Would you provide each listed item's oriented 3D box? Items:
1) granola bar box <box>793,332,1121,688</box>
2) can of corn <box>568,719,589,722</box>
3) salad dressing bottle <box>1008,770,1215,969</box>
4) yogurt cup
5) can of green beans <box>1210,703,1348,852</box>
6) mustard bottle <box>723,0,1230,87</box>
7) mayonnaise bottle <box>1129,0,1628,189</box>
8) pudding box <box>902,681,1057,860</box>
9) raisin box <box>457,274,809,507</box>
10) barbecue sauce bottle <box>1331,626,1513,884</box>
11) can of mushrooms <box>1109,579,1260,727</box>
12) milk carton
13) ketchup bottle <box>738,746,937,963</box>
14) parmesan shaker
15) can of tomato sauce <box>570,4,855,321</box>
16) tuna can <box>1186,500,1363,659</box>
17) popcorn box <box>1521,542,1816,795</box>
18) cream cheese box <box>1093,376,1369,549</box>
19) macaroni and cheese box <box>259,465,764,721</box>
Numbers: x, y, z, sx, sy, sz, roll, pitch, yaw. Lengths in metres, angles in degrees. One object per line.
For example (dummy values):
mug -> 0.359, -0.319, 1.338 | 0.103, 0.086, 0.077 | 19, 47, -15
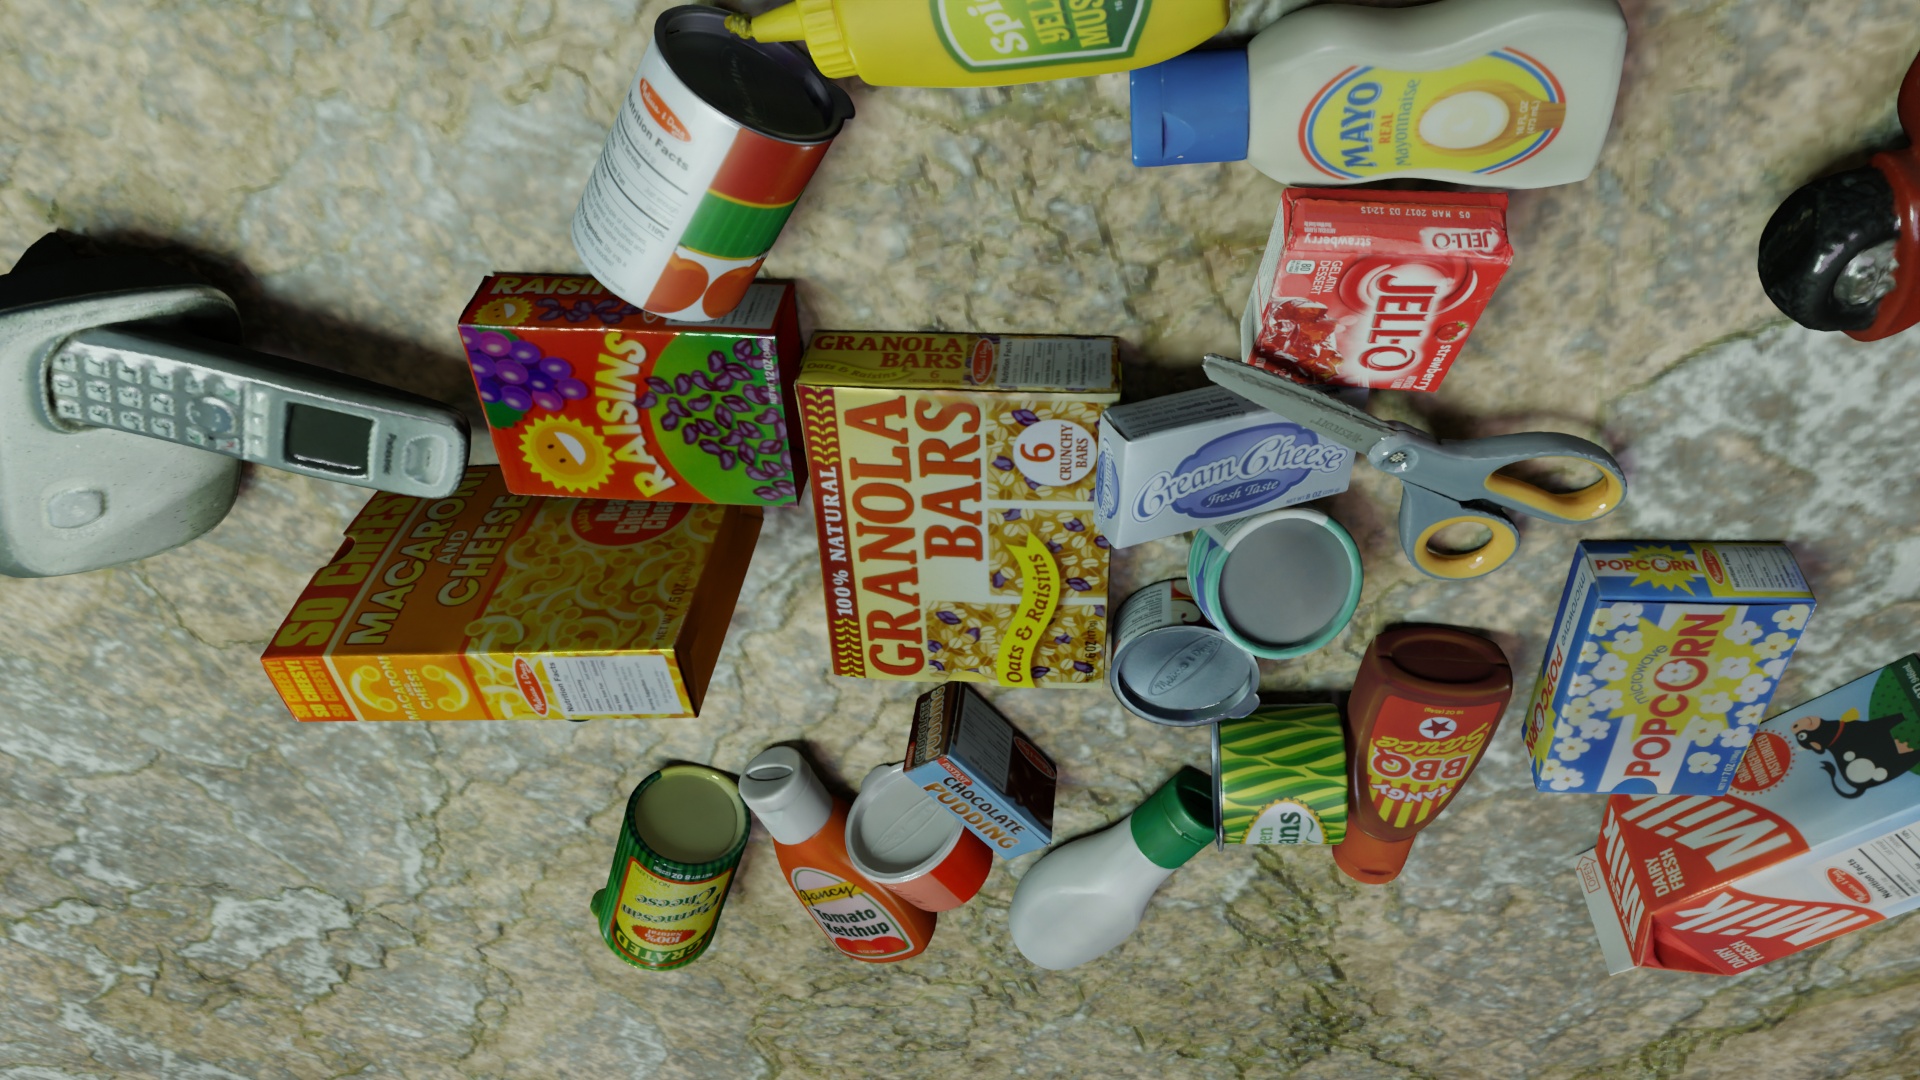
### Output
granola bar box -> 0.002, -0.007, 0.585 | 0.124, 0.039, 0.164 | 2, 131, 5
can of corn -> -0.154, 0.044, 0.632 | 0.058, 0.071, 0.071 | -17, 127, 20
salad dressing bottle -> 0.083, 0.175, 0.736 | 0.064, 0.044, 0.147 | 29, 127, -16
yogurt cup -> -0.018, 0.155, 0.716 | 0.072, 0.073, 0.053 | -15, 136, 19
can of green beans -> 0.149, 0.110, 0.654 | 0.058, 0.071, 0.071 | -1, 131, 7
mustard bottle -> 0.001, -0.171, 0.432 | 0.160, 0.049, 0.065 | -8, 127, 13
mayonnaise bottle -> 0.129, -0.143, 0.448 | 0.148, 0.041, 0.064 | -2, 137, 8
pudding box -> 0.012, 0.114, 0.684 | 0.030, 0.050, 0.083 | -28, 123, 29
raisin box -> -0.125, -0.059, 0.551 | 0.123, 0.040, 0.085 | 2, 132, 6
barbecue sauce bottle -> 0.209, 0.106, 0.658 | 0.065, 0.044, 0.147 | 4, 132, 1
can of mushrooms -> 0.103, 0.052, 0.630 | 0.071, 0.034, 0.070 | 3, 131, 4
milk carton -> 0.381, 0.140, 0.650 | 0.073, 0.073, 0.190 | 36, 125, -23
ketchup bottle -> -0.068, 0.170, 0.747 | 0.064, 0.044, 0.148 | -9, 130, 26
parmesan shaker -> -0.157, 0.176, 0.747 | 0.071, 0.072, 0.102 | 16, 131, -8
can of tomato sauce -> -0.086, -0.126, 0.473 | 0.071, 0.071, 0.082 | 26, 130, -16
tuna can -> 0.131, 0.016, 0.575 | 0.071, 0.033, 0.071 | -2, 105, -6
popcorn box -> 0.304, 0.058, 0.608 | 0.085, 0.038, 0.126 | 0, 131, 5
cream cheese box -> 0.103, -0.034, 0.534 | 0.104, 0.024, 0.053 | -14, 132, -15
macaroni and cheese box -> -0.177, 0.017, 0.570 | 0.166, 0.124, 0.040 | -2, 128, 8
